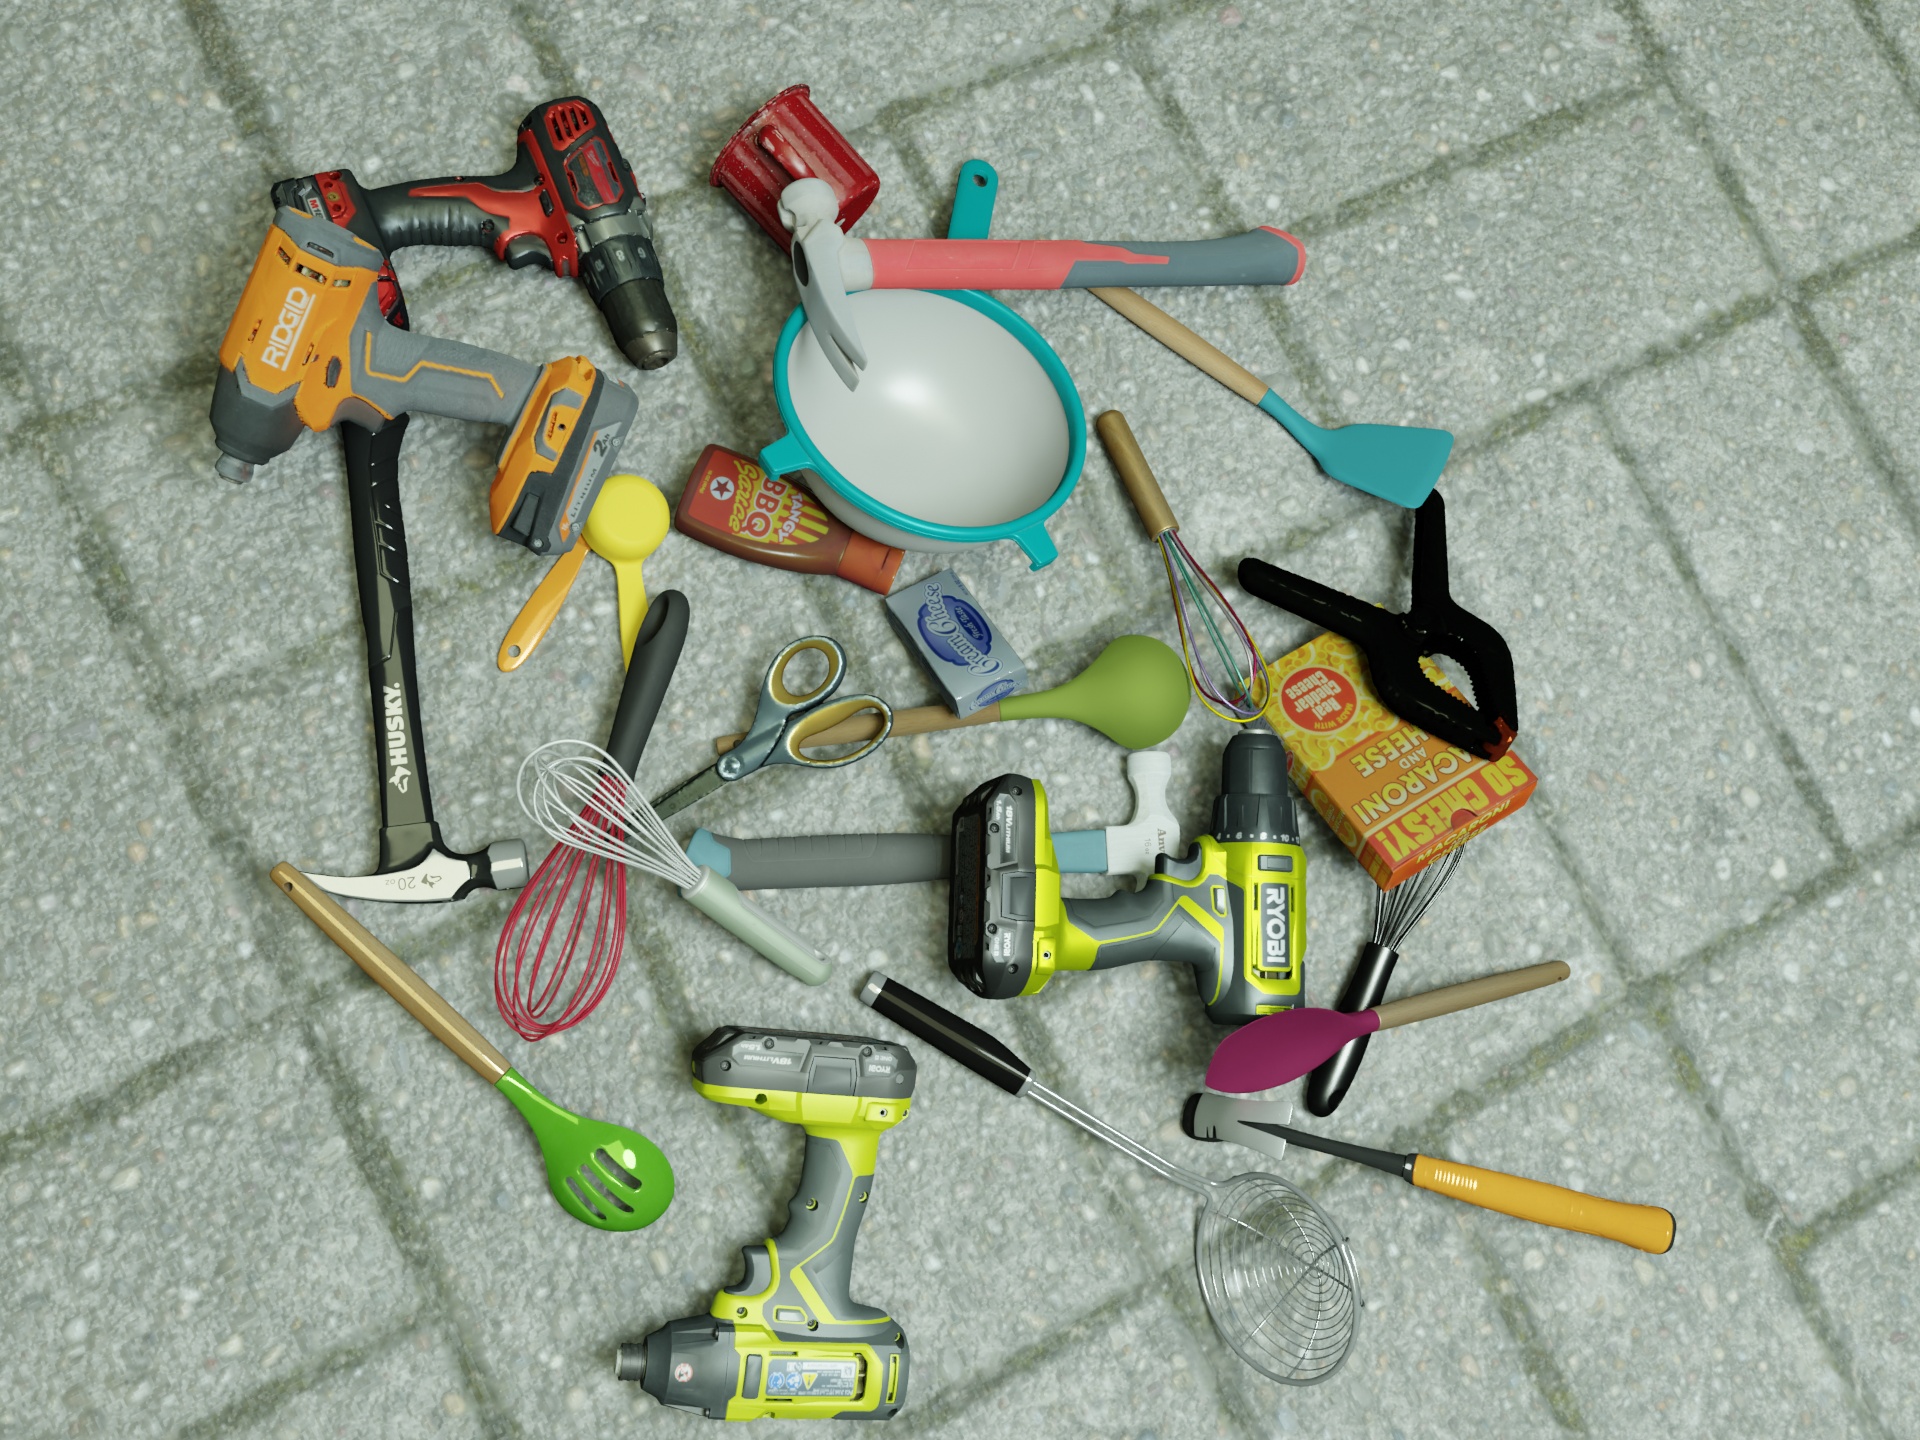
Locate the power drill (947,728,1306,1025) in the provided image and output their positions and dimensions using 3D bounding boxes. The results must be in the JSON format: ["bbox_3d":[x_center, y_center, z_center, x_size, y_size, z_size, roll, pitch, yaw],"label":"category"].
[{"bbox_3d":[0.113,0.095,1.005,0.228,0.080,0.191,5,80,-16],"label":"power drill"}]

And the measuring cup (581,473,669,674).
[{"bbox_3d":[-0.211,-0.085,1.035,0.062,0.029,0.156,-6,84,-25],"label":"measuring cup"}]

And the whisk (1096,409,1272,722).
[{"bbox_3d":[0.145,-0.108,1.083,0.047,0.051,0.245,-28,71,16],"label":"whisk"}]

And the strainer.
[{"bbox_3d":[-0.021,-0.239,1.080,0.211,0.095,0.341,17,57,-13],"label":"strainer"}]

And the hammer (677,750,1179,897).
[{"bbox_3d":[-0.018,0.088,1.040,0.331,0.033,0.128,-1,79,-10],"label":"hammer"}]

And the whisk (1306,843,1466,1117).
[{"bbox_3d":[0.284,0.155,1.074,0.055,0.055,0.239,25,81,-5],"label":"whisk"}]

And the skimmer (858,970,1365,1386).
[{"bbox_3d":[0.085,0.277,0.993,0.363,0.127,0.090,32,33,1],"label":"skimmer"}]

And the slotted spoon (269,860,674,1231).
[{"bbox_3d":[-0.296,0.197,0.956,0.313,0.031,0.070,45,98,-4],"label":"slotted spoon"}]

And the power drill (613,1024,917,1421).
[{"bbox_3d":[-0.111,0.302,0.958,0.171,0.080,0.223,8,81,-16],"label":"power drill"}]

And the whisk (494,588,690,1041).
[{"bbox_3d":[-0.221,0.055,0.992,0.073,0.073,0.296,17,76,-7],"label":"whisk"}]

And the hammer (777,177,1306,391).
[{"bbox_3d":[0.076,-0.295,1.070,0.386,0.038,0.143,-8,68,-26],"label":"hammer"}]

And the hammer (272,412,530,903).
[{"bbox_3d":[-0.366,-0.049,1.004,0.146,0.035,0.335,-7,81,-12],"label":"hammer"}]

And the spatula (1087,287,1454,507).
[{"bbox_3d":[0.200,-0.253,1.134,0.317,0.044,0.082,34,61,-1],"label":"spatula"}]

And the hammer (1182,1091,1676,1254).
[{"bbox_3d":[0.319,0.295,1.027,0.336,0.127,0.034,17,76,-12],"label":"hammer"}]

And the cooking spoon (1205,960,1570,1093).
[{"bbox_3d":[0.285,0.189,1.031,0.318,0.017,0.068,-6,125,-30],"label":"cooking spoon"}]

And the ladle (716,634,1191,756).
[{"bbox_3d":[-0.002,-0.003,1.061,0.320,0.062,0.078,-8,91,-4],"label":"ladle"}]

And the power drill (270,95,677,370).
[{"bbox_3d":[-0.307,-0.295,1.039,0.226,0.080,0.188,-21,84,-16],"label":"power drill"}]

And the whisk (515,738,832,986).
[{"bbox_3d":[-0.166,0.093,0.965,0.059,0.058,0.246,-46,119,4],"label":"whisk"}]

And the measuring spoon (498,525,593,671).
[{"bbox_3d":[-0.268,-0.082,1.038,0.021,0.011,0.117,29,76,-4],"label":"measuring spoon"}]

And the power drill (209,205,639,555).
[{"bbox_3d":[-0.330,-0.185,0.966,0.226,0.084,0.164,24,101,-23],"label":"power drill"}]
